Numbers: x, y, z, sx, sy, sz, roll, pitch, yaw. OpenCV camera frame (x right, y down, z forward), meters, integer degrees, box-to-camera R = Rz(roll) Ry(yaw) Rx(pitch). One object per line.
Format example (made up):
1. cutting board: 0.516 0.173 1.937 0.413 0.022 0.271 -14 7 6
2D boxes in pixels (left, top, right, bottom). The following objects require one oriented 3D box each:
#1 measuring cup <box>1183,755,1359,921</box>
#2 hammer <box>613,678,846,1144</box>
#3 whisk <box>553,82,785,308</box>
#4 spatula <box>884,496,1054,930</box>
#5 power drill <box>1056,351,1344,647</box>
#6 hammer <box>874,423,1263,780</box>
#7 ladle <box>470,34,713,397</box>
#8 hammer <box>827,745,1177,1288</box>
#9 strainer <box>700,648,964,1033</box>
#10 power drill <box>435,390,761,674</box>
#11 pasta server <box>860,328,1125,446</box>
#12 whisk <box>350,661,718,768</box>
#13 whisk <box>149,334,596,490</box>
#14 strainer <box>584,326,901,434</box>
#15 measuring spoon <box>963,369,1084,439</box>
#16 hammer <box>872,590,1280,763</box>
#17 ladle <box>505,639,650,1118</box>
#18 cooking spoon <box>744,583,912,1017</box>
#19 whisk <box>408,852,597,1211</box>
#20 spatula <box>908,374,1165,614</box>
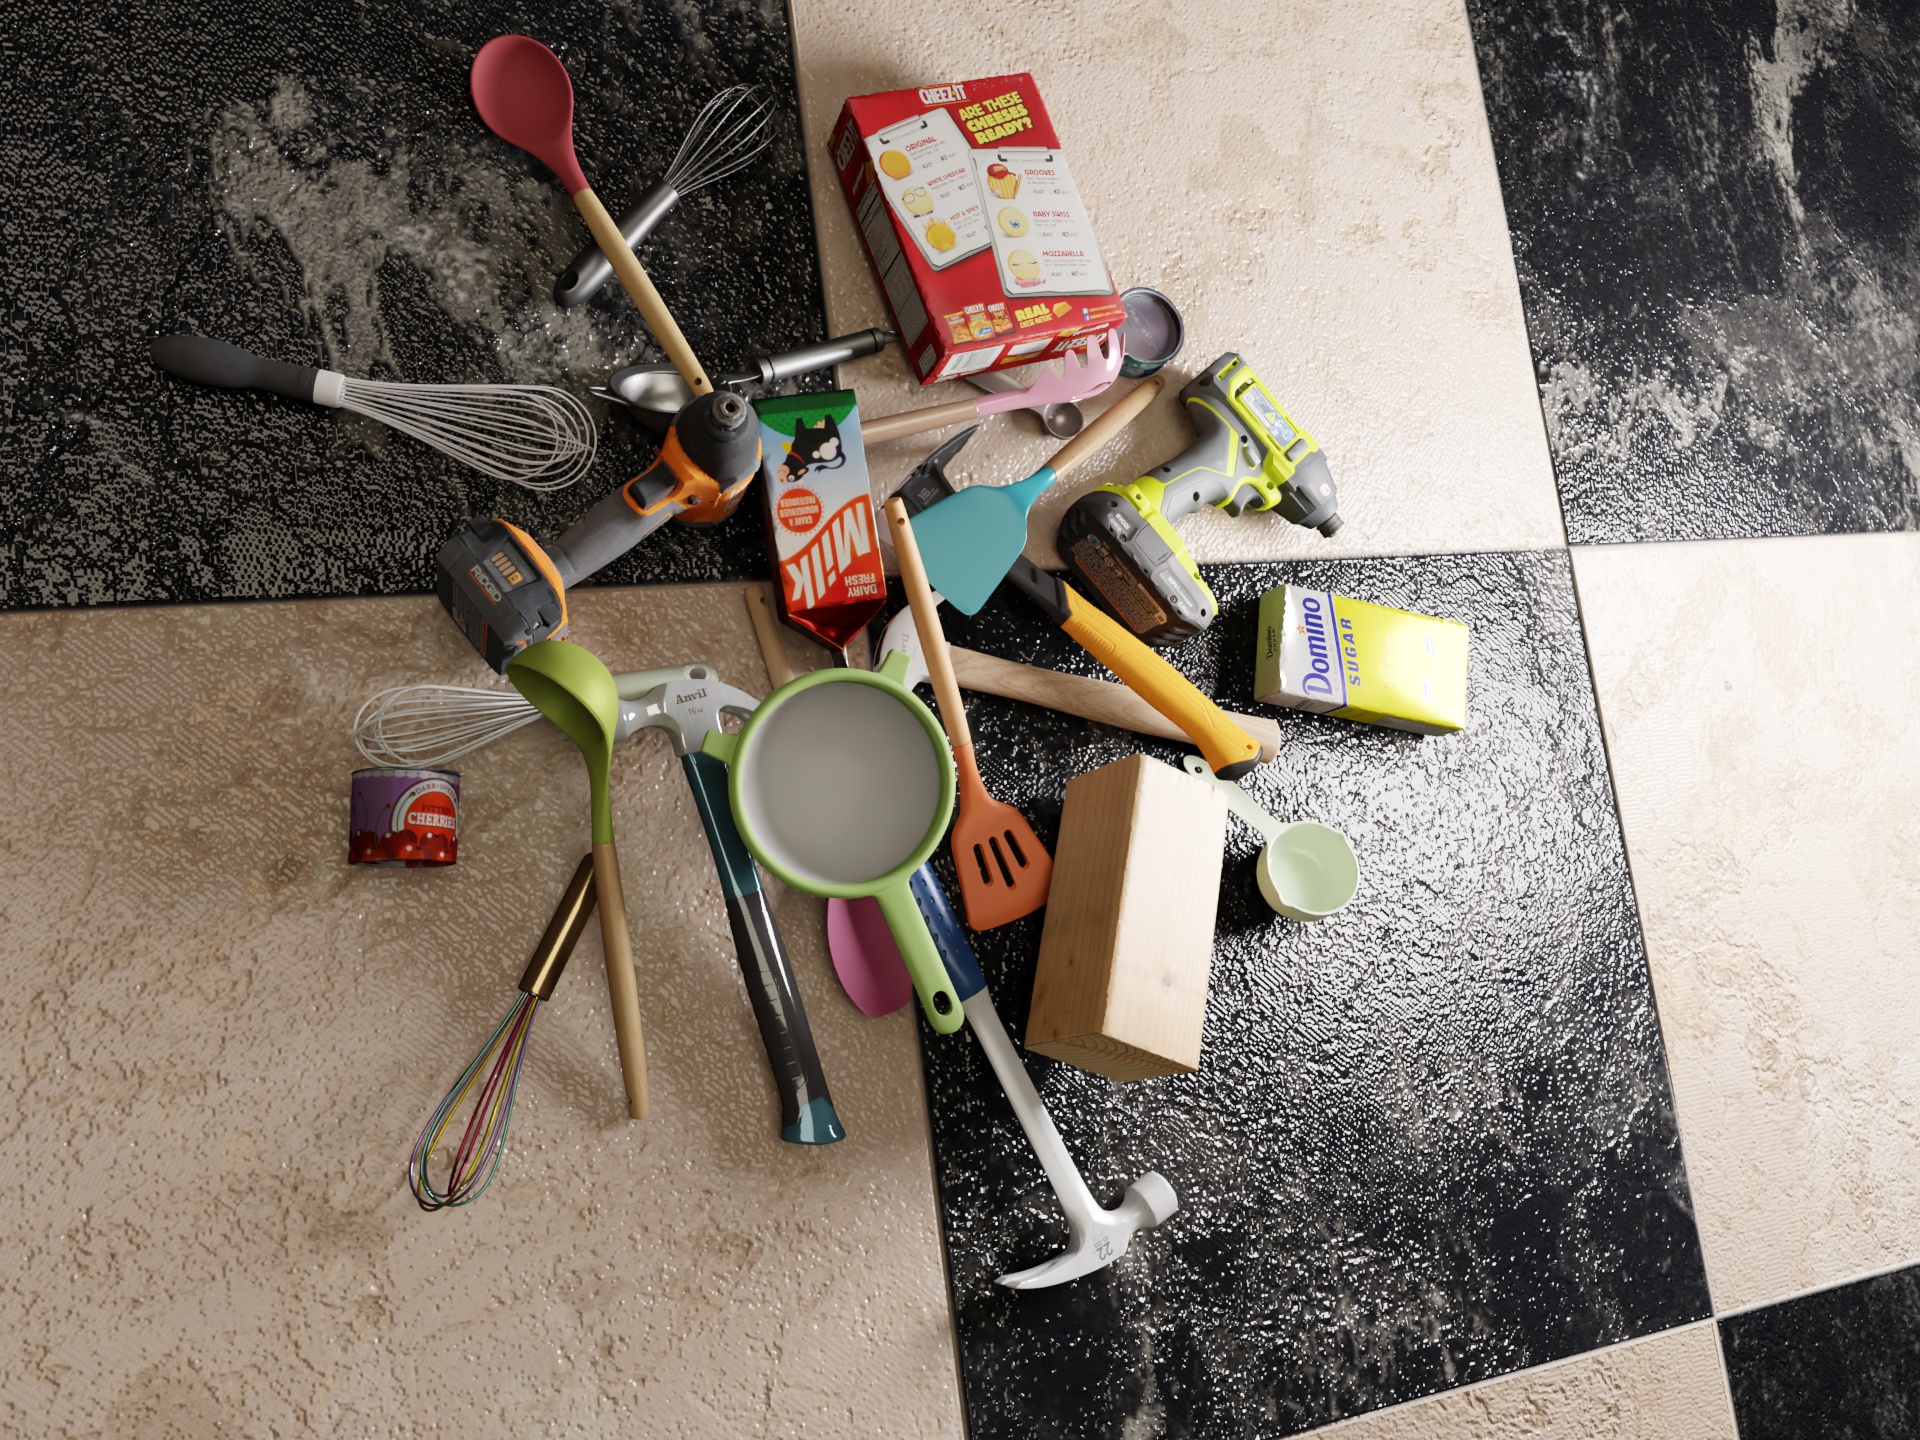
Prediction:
1. measuring cup: 0.235 0.090 1.246 0.167 0.038 0.083 42 64 9
2. hammer: -0.144 0.131 1.076 0.128 0.033 0.331 -17 91 -32
3. whisk: -0.212 -0.383 1.159 0.055 0.055 0.239 41 73 -9
4. spatula: -0.002 -0.004 1.122 0.081 0.041 0.322 -23 115 -15
5. power drill: 0.198 -0.166 1.255 0.223 0.080 0.171 -43 96 -25
6. hammer: 0.094 -0.078 1.185 0.337 0.034 0.127 40 53 -4
7. ladle: -0.251 -0.349 1.113 0.069 0.031 0.315 -31 79 -1
8. hammer: 0.008 0.205 1.121 0.144 0.035 0.405 -28 91 -28
9. strainer: -0.063 0.090 1.066 0.151 0.069 0.256 -25 96 -16
10. power drill: -0.227 -0.133 1.040 0.226 0.164 0.084 -39 92 -21
11. pasta server: -0.017 -0.236 1.194 0.316 0.060 0.040 -16 85 -14
12. whisk: -0.278 -0.009 1.061 0.246 0.059 0.058 -11 68 -27
13. whisk: -0.385 -0.214 1.056 0.284 0.070 0.070 12 76 -14
14. strainer: -0.151 -0.250 1.157 0.258 0.050 0.087 -23 45 -28
15. measuring spoon: 0.039 -0.255 1.247 0.124 0.018 0.034 27 69 -7
16. hammer: 0.094 -0.020 1.209 0.331 0.031 0.130 13 76 -18
17. ladle: -0.236 0.106 1.017 0.062 0.078 0.320 -13 102 -40
18. cooking spoon: -0.099 0.055 1.129 0.068 0.017 0.319 -15 85 -39
19. whisk: -0.282 0.197 1.021 0.051 0.047 0.245 28 68 -13
20. spatula: 0.072 -0.190 1.198 0.082 0.044 0.317 45 49 1
